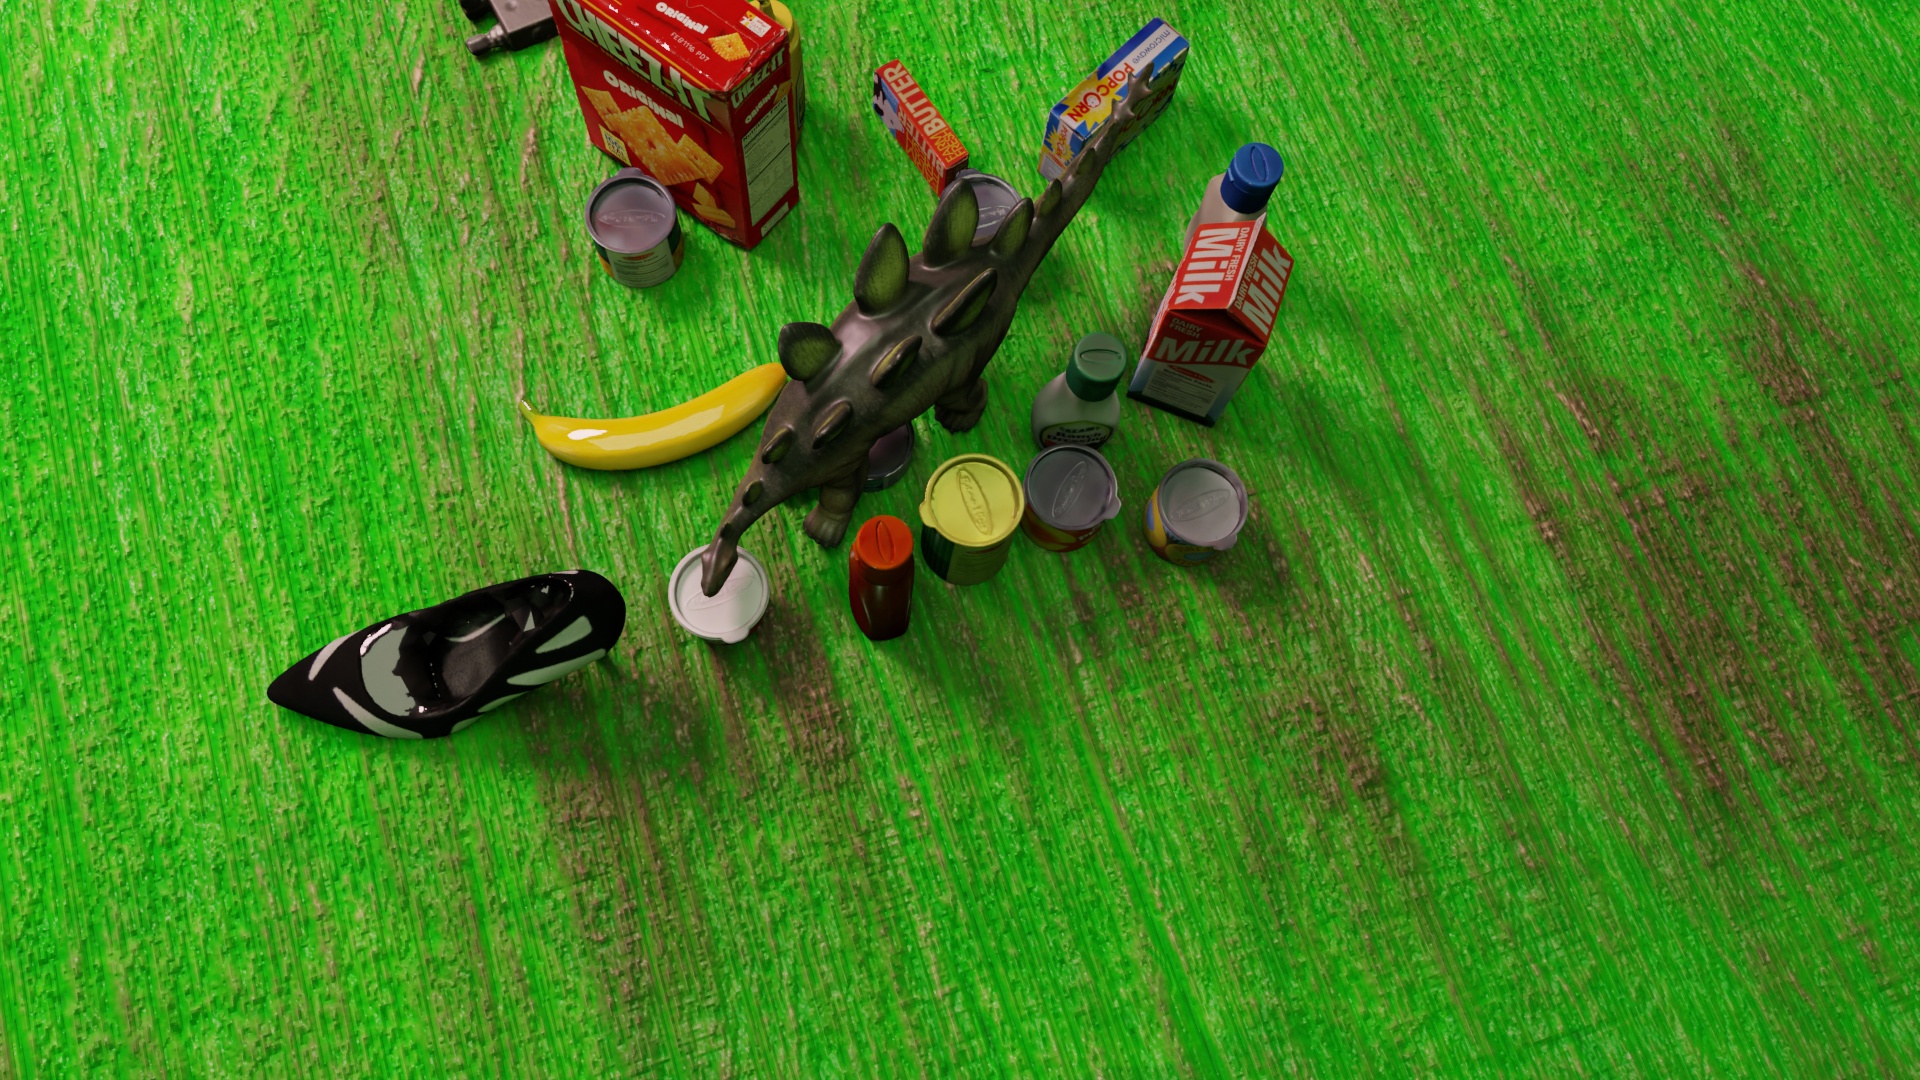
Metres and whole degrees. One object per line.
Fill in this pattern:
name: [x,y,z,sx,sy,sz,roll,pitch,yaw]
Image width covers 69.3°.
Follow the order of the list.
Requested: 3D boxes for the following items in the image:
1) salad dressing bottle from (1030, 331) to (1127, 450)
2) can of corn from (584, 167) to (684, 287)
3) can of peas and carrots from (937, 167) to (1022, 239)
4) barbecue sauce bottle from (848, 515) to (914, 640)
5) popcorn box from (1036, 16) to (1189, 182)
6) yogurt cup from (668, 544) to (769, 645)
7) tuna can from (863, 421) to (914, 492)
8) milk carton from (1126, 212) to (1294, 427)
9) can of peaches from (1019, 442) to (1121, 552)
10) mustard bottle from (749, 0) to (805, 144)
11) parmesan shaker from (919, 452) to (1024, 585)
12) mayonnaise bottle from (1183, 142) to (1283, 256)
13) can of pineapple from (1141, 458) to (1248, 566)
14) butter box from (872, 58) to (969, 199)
salad dressing bottle: [0.086,-0.101,0.980,0.064,0.147,0.044,1,73,-4]
can of corn: [-0.243,-0.233,1.042,0.071,0.058,0.071,1,73,-4]
can of peas and carrots: [0.013,-0.239,1.064,0.071,0.058,0.071,1,73,-4]
barbecue sauce bottle: [-0.053,0.022,0.930,0.044,0.148,0.065,-10,74,-7]
popcorn box: [0.119,-0.339,1.089,0.038,0.085,0.127,43,75,9]
yogurt cup: [-0.166,0.041,0.965,0.072,0.053,0.072,1,73,-4]
tuna can: [-0.070,-0.072,1.019,0.071,0.032,0.071,1,73,-4]
milk carton: [0.178,-0.156,0.982,0.073,0.190,0.072,21,73,2]
can of peaches: [0.078,-0.029,1.004,0.071,0.058,0.071,1,73,-4]
mustard bottle: [-0.142,-0.354,1.034,0.049,0.159,0.065,3,73,-3]
parmesan shaker: [0.003,-0.012,0.969,0.071,0.102,0.071,1,73,-4]
mayonnaise bottle: [0.202,-0.240,1.032,0.041,0.147,0.065,-9,74,-7]
can of pineapple: [0.169,-0.018,1.008,0.071,0.057,0.071,1,73,-4]
butter box: [-0.031,-0.321,1.088,0.024,0.053,0.103,-32,78,-13]
